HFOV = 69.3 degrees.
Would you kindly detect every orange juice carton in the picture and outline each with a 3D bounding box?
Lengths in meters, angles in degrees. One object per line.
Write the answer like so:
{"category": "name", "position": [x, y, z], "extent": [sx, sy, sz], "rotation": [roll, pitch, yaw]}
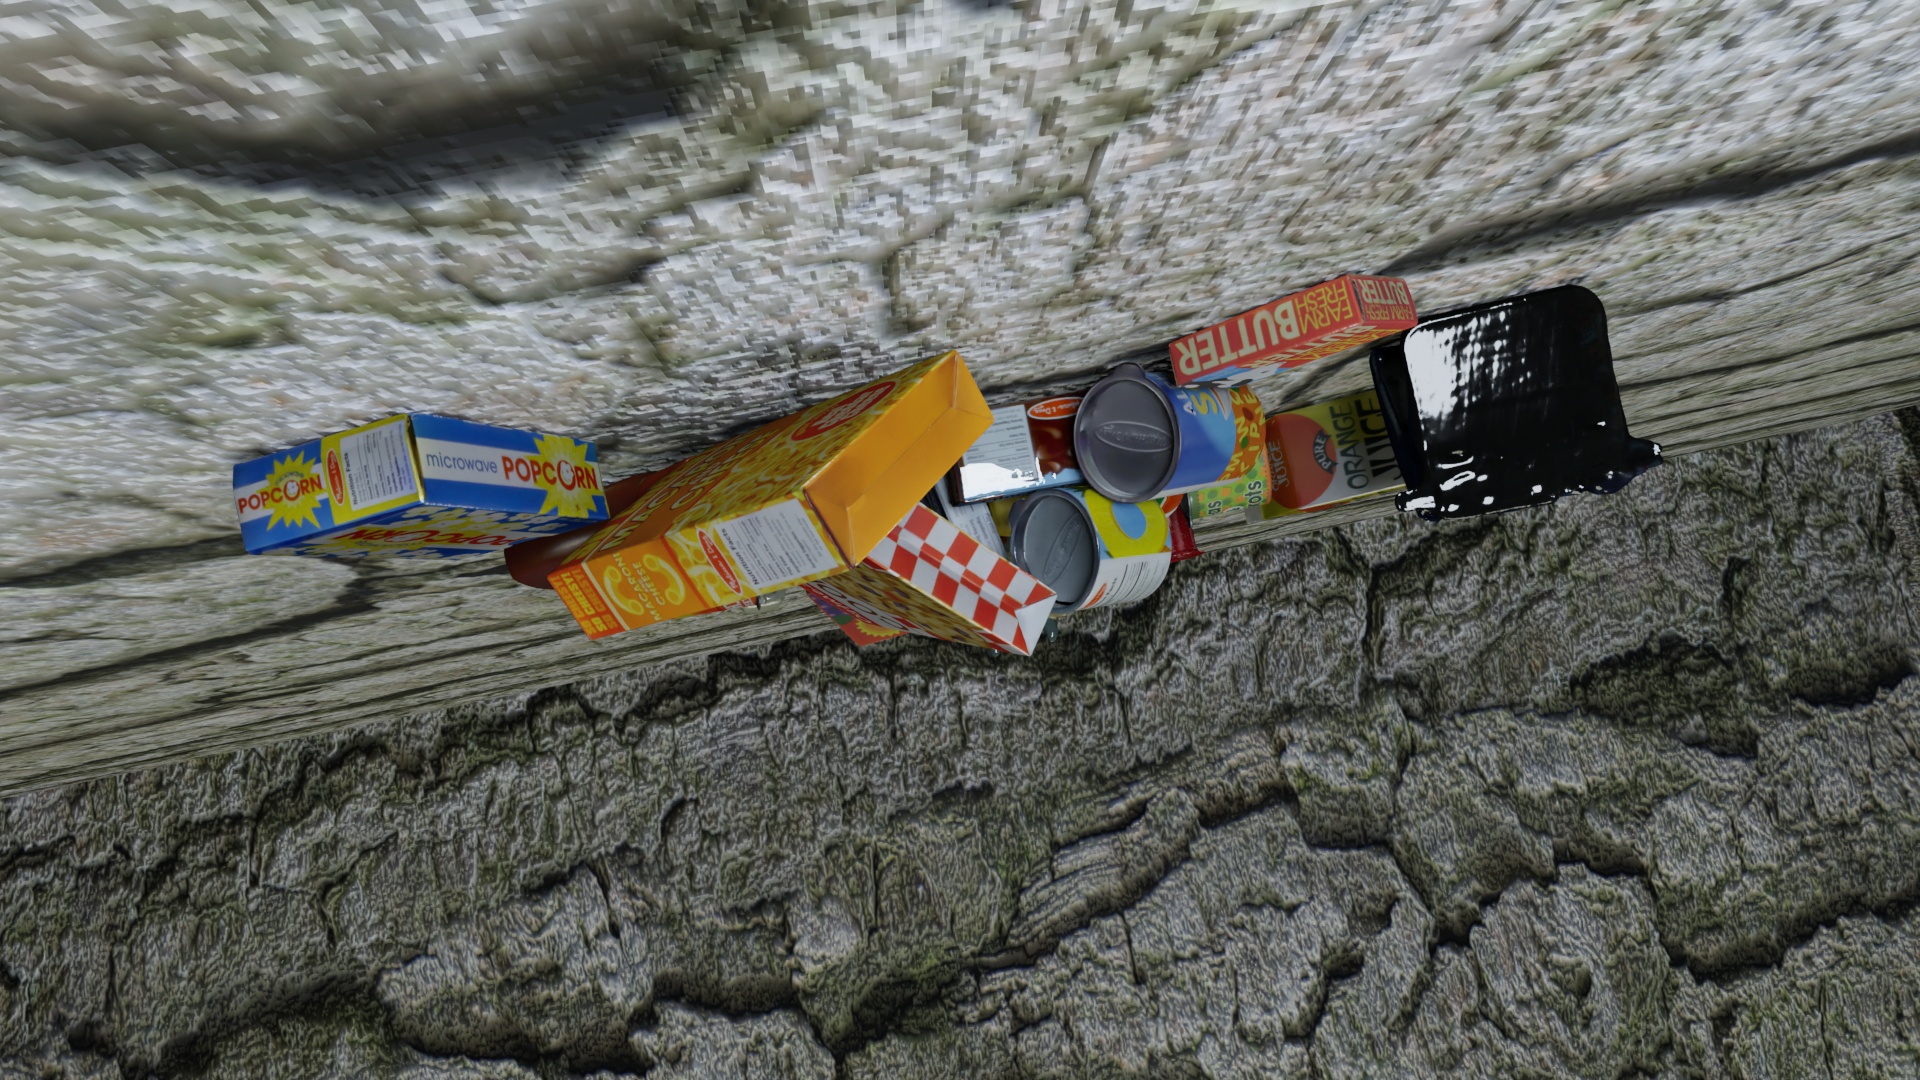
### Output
{"category": "orange juice carton", "position": [0.293, -0.067, 1.003], "extent": [0.192, 0.072, 0.073], "rotation": [-14, 174, 19]}

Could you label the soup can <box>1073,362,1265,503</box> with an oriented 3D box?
{"category": "soup can", "position": [0.111, -0.059, 0.726], "extent": [0.071, 0.071, 0.084], "rotation": [-17, 176, 43]}

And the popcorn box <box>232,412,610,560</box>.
{"category": "popcorn box", "position": [-0.218, -0.019, 0.575], "extent": [0.085, 0.038, 0.127], "rotation": [-14, 174, 17]}

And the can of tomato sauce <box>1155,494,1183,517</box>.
{"category": "can of tomato sauce", "position": [0.098, -0.039, 0.896], "extent": [0.071, 0.071, 0.083], "rotation": [-15, 174, 34]}

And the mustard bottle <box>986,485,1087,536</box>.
{"category": "mustard bottle", "position": [0.087, -0.050, 0.814], "extent": [0.160, 0.065, 0.049], "rotation": [-17, 179, -7]}

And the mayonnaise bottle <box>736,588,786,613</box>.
{"category": "mayonnaise bottle", "position": [-0.162, 0.024, 1.046], "extent": [0.041, 0.064, 0.148], "rotation": [-11, 178, -16]}

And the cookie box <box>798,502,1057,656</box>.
{"category": "cookie box", "position": [-0.048, 0.009, 0.732], "extent": [0.123, 0.040, 0.167], "rotation": [33, 165, -31]}

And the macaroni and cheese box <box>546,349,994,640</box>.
{"category": "macaroni and cheese box", "position": [-0.083, -0.019, 0.602], "extent": [0.166, 0.040, 0.124], "rotation": [-15, -158, 38]}

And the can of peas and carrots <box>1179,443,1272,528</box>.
{"category": "can of peas and carrots", "position": [0.177, -0.049, 0.948], "extent": [0.059, 0.071, 0.071], "rotation": [-12, 174, 3]}

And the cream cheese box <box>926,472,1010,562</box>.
{"category": "cream cheese box", "position": [0.003, -0.010, 0.792], "extent": [0.024, 0.104, 0.053], "rotation": [-22, 175, -7]}

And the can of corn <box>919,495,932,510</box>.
{"category": "can of corn", "position": [-0.029, -0.019, 0.856], "extent": [0.071, 0.071, 0.058], "rotation": [-13, 175, 9]}

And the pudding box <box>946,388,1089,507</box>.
{"category": "pudding box", "position": [0.034, -0.049, 0.747], "extent": [0.084, 0.049, 0.030], "rotation": [-11, 176, -11]}

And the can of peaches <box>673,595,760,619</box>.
{"category": "can of peaches", "position": [-0.164, 0.016, 0.895], "extent": [0.058, 0.071, 0.071], "rotation": [-9, 174, -16]}

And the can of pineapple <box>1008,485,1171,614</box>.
{"category": "can of pineapple", "position": [0.068, 0.002, 0.737], "extent": [0.058, 0.071, 0.071], "rotation": [-6, 172, -41]}

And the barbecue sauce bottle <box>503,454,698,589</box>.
{"category": "barbecue sauce bottle", "position": [-0.179, -0.009, 0.741], "extent": [0.148, 0.043, 0.065], "rotation": [-17, 173, 40]}

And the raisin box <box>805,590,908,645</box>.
{"category": "raisin box", "position": [-0.037, 0.026, 0.982], "extent": [0.123, 0.040, 0.086], "rotation": [-18, 144, 16]}

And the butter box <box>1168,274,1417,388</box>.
{"category": "butter box", "position": [0.154, -0.096, 0.648], "extent": [0.053, 0.024, 0.103], "rotation": [-7, 173, -44]}
